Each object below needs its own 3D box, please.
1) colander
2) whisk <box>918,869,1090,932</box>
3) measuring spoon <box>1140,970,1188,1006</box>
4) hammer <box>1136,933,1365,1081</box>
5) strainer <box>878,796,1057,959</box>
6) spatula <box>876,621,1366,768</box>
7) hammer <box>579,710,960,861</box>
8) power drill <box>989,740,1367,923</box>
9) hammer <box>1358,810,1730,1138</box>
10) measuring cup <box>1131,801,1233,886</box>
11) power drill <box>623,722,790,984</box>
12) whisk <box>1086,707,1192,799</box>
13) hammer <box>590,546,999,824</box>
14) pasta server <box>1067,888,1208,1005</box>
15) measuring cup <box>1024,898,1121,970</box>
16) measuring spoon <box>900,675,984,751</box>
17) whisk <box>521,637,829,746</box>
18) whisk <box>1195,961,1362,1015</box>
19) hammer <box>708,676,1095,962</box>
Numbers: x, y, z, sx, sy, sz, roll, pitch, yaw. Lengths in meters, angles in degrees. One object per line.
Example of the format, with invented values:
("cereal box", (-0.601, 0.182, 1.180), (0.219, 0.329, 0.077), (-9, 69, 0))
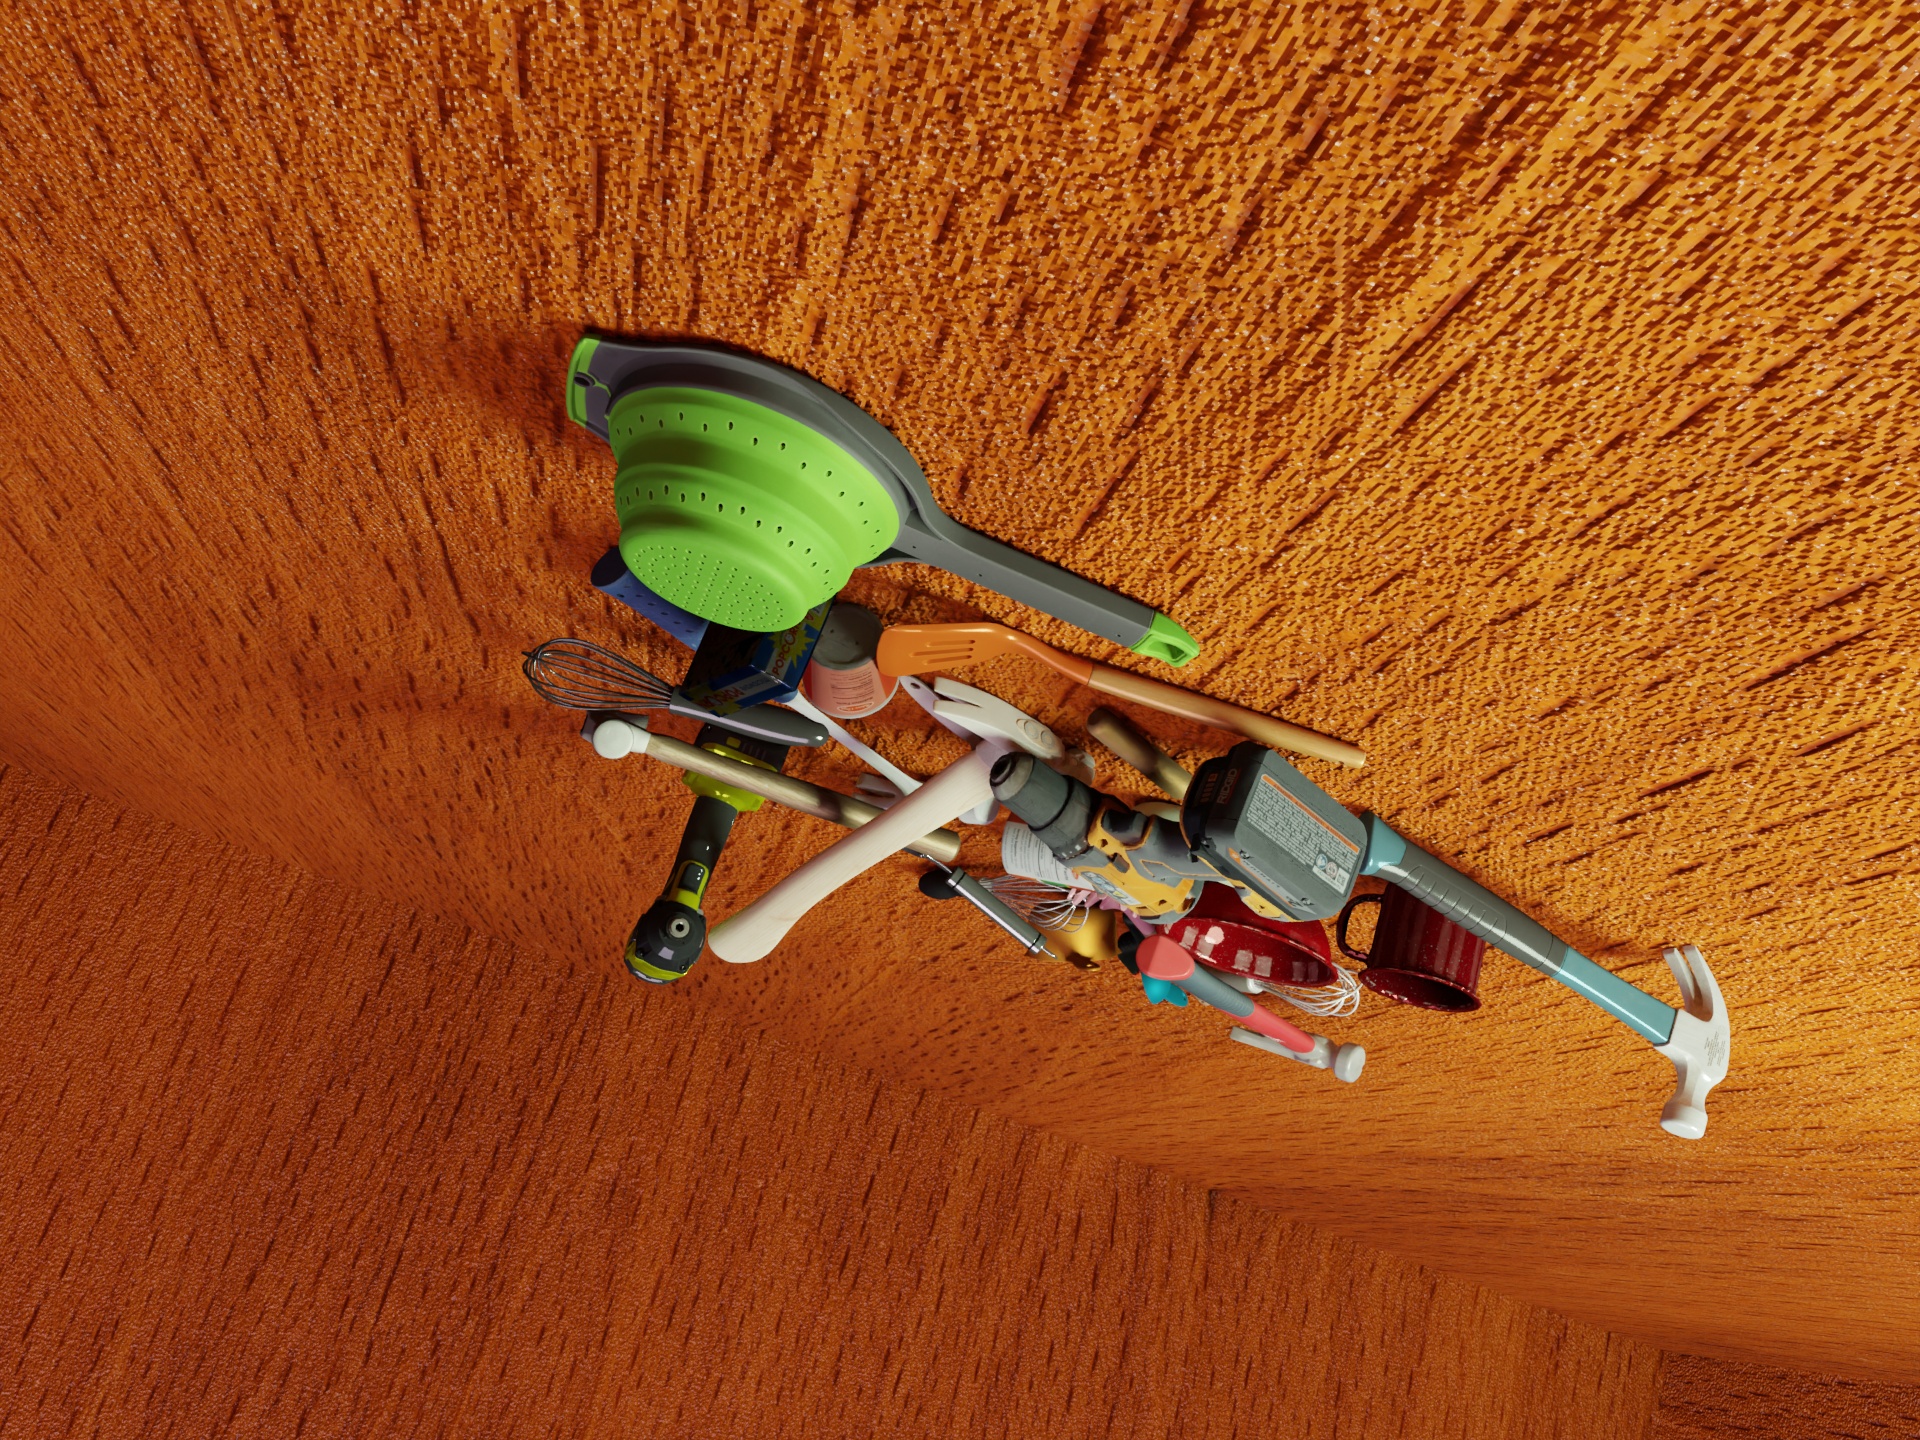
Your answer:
("colander", (-0.051, -0.083, 0.910), (0.397, 0.094, 0.204), (23, 160, -10))
("whisk", (0.036, 0.164, 1.539), (0.070, 0.070, 0.285), (30, 162, -28))
("measuring spoon", (0.200, 0.250, 1.494), (0.021, 0.042, 0.128), (-19, 155, 20))
("hammer", (0.249, 0.265, 1.492), (0.143, 0.038, 0.385), (13, 166, 38))
("strainer", (-0.010, 0.136, 1.449), (0.258, 0.050, 0.087), (39, 166, -5))
("spatula", (0.105, -0.014, 1.033), (0.322, 0.041, 0.081), (17, 159, 1))
("hammer", (-0.152, 0.054, 1.305), (0.331, 0.031, 0.130), (21, -179, -21))
("power drill", (0.139, 0.072, 1.092), (0.185, 0.084, 0.226), (36, 155, -23))
("hammer", (0.419, 0.166, 1.148), (0.331, 0.128, 0.033), (31, 157, -8))
("measuring cup", (0.206, 0.107, 1.267), (0.167, 0.038, 0.083), (20, 160, -10))
("power drill", (-0.225, 0.115, 1.389), (0.080, 0.223, 0.171), (22, 160, -10))
("whisk", (0.177, 0.061, 1.165), (0.244, 0.047, 0.051), (36, 155, -32))
("hammer", (-0.135, -0.015, 1.248), (0.144, 0.035, 0.405), (1, 154, 39))
("pasta server", (0.179, 0.209, 1.470), (0.060, 0.040, 0.315), (8, 155, 32))
("measuring cup", (0.111, 0.201, 1.498), (0.095, 0.052, 0.173), (-2, 179, -4))
("measuring spoon", (-0.002, -0.004, 1.200), (0.034, 0.018, 0.124), (-13, 137, 42))
("whisk", (-0.215, -0.017, 1.199), (0.239, 0.055, 0.055), (14, 160, -2))
("whisk", (0.299, 0.257, 1.569), (0.246, 0.059, 0.057), (-6, 112, 56))
("hammer", (-0.085, 0.099, 1.275), (0.146, 0.038, 0.410), (30, 134, -29))
